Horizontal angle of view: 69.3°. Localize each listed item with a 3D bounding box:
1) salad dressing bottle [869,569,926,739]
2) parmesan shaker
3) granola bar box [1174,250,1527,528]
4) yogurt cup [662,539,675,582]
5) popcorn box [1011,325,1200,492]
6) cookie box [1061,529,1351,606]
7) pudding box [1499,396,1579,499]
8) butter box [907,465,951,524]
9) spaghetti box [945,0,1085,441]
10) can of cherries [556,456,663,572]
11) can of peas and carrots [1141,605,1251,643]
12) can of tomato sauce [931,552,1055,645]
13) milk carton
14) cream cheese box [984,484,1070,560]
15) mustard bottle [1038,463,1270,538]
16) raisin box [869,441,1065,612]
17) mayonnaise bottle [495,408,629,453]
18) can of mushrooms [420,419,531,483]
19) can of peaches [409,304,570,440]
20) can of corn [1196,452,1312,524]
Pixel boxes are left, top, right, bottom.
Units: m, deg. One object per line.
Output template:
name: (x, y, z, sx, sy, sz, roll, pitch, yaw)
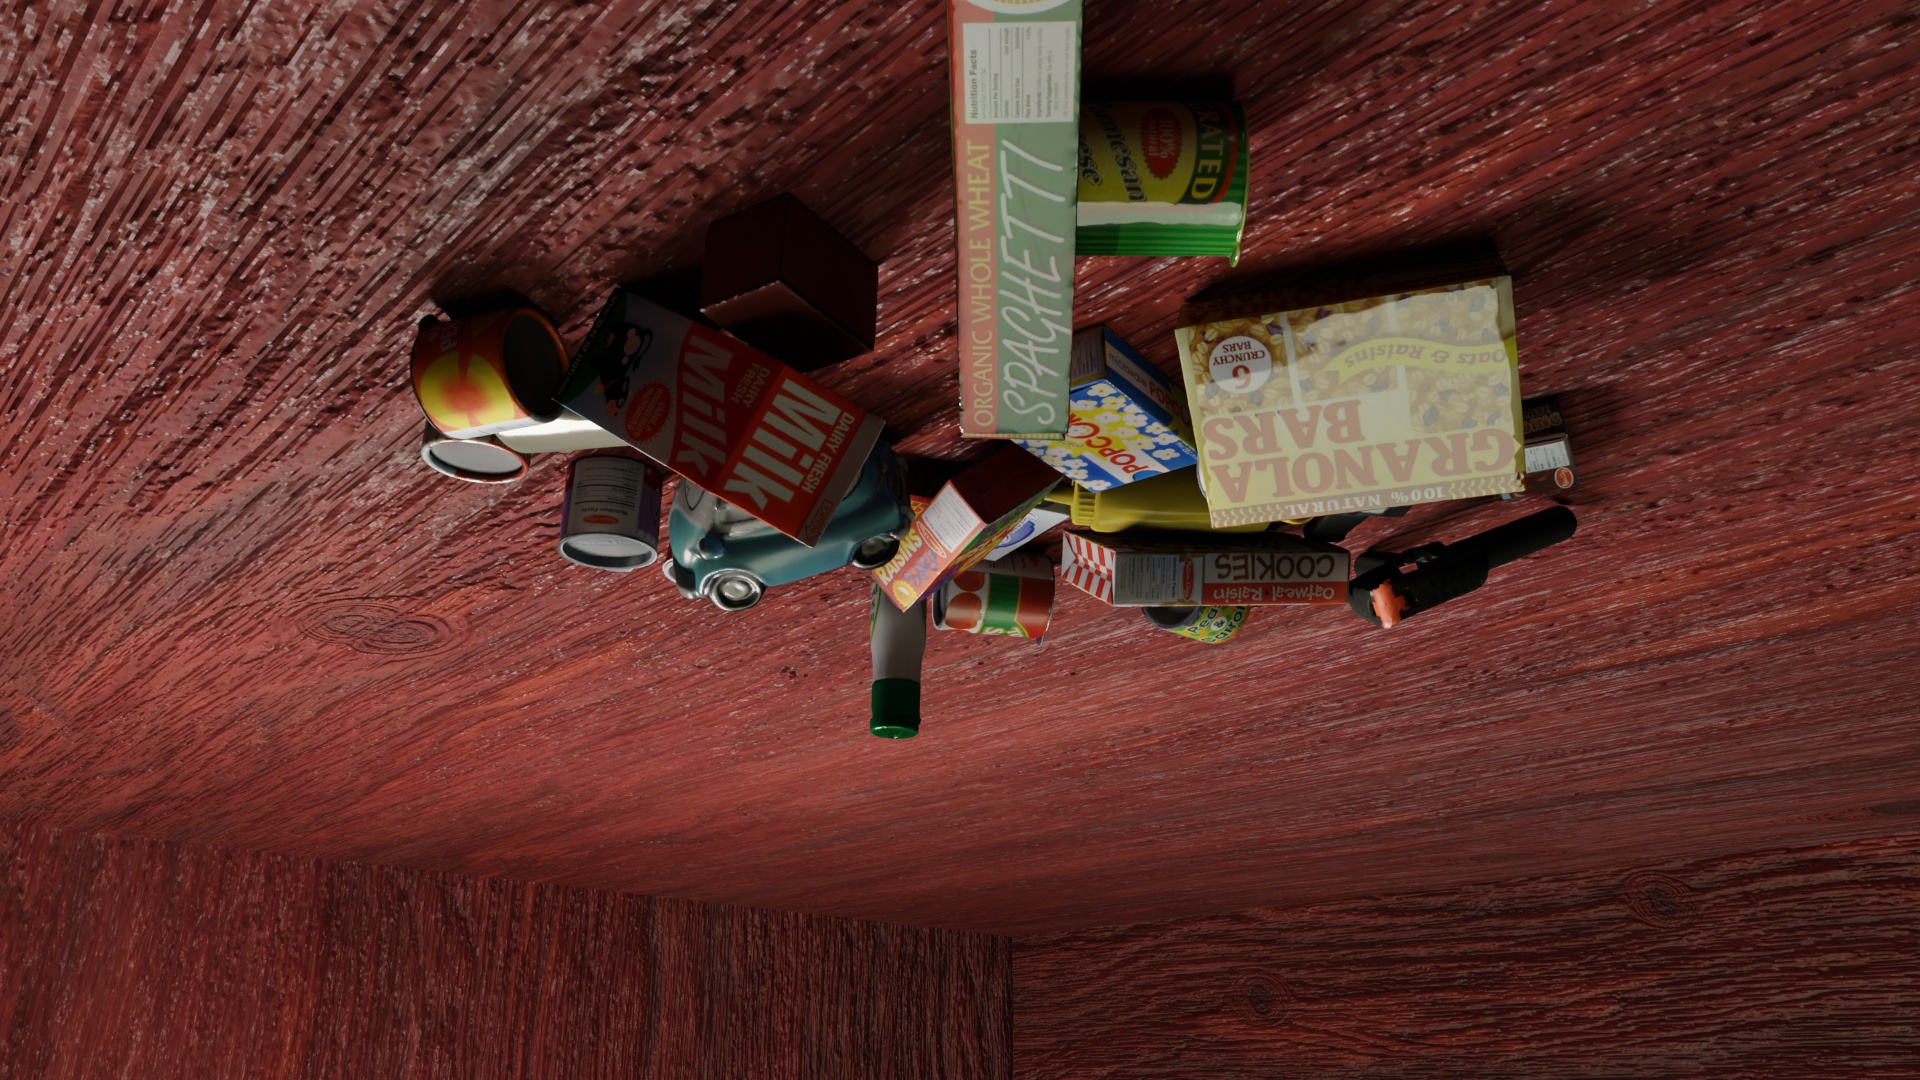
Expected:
salad dressing bottle: (-0.048, 0.074, 1.052, 0.044, 0.148, 0.064, 3, 157, -5)
parmesan shaker: (0.067, -0.153, 0.597, 0.103, 0.071, 0.071, 0, 157, 1)
granola bar box: (0.208, -0.077, 0.740, 0.165, 0.039, 0.123, -7, 118, 17)
yogurt cup: (-0.177, 0.000, 0.997, 0.072, 0.054, 0.072, 0, 157, 0)
popcorn box: (0.081, -0.075, 0.830, 0.085, 0.038, 0.126, -17, 152, 33)
cookie box: (0.168, 0.017, 0.970, 0.168, 0.040, 0.123, 0, -173, -12)
pudding box: (0.360, -0.057, 0.881, 0.049, 0.030, 0.083, -12, 155, 25)
butter box: (-0.052, -0.023, 0.977, 0.053, 0.024, 0.103, 11, 156, -26)
spaghetti box: (0.021, -0.144, 0.544, 0.050, 0.029, 0.248, 0, 132, 2)
can of cherries: (-0.239, -0.017, 0.950, 0.071, 0.058, 0.071, -1, 158, 0)
can of peas and carrots: (0.184, 0.045, 1.078, 0.059, 0.071, 0.070, 19, 151, -39)
can of tomato sauce: (0.024, 0.042, 1.076, 0.083, 0.071, 0.071, 6, 157, -11)
milk carton: (-0.117, -0.060, 0.704, 0.191, 0.072, 0.073, 27, 177, 39)
cream cheese box: (0.029, -0.016, 0.995, 0.053, 0.024, 0.103, 11, 156, -28)
mustard bottle: (0.125, -0.029, 0.927, 0.160, 0.049, 0.065, 2, 167, -2)
raisin box: (0.003, -0.011, 0.908, 0.086, 0.040, 0.122, -34, 171, -40)
mayonnaise bottle: (-0.200, -0.080, 0.821, 0.148, 0.041, 0.064, -4, 160, 7)
can of mushrooms: (-0.300, -0.063, 0.872, 0.071, 0.033, 0.070, 1, 157, 0)
can of peaches: (-0.255, -0.094, 0.757, 0.058, 0.071, 0.071, -8, 156, 19)
can of corn: (0.187, -0.048, 0.837, 0.058, 0.071, 0.071, 18, 175, 45)
